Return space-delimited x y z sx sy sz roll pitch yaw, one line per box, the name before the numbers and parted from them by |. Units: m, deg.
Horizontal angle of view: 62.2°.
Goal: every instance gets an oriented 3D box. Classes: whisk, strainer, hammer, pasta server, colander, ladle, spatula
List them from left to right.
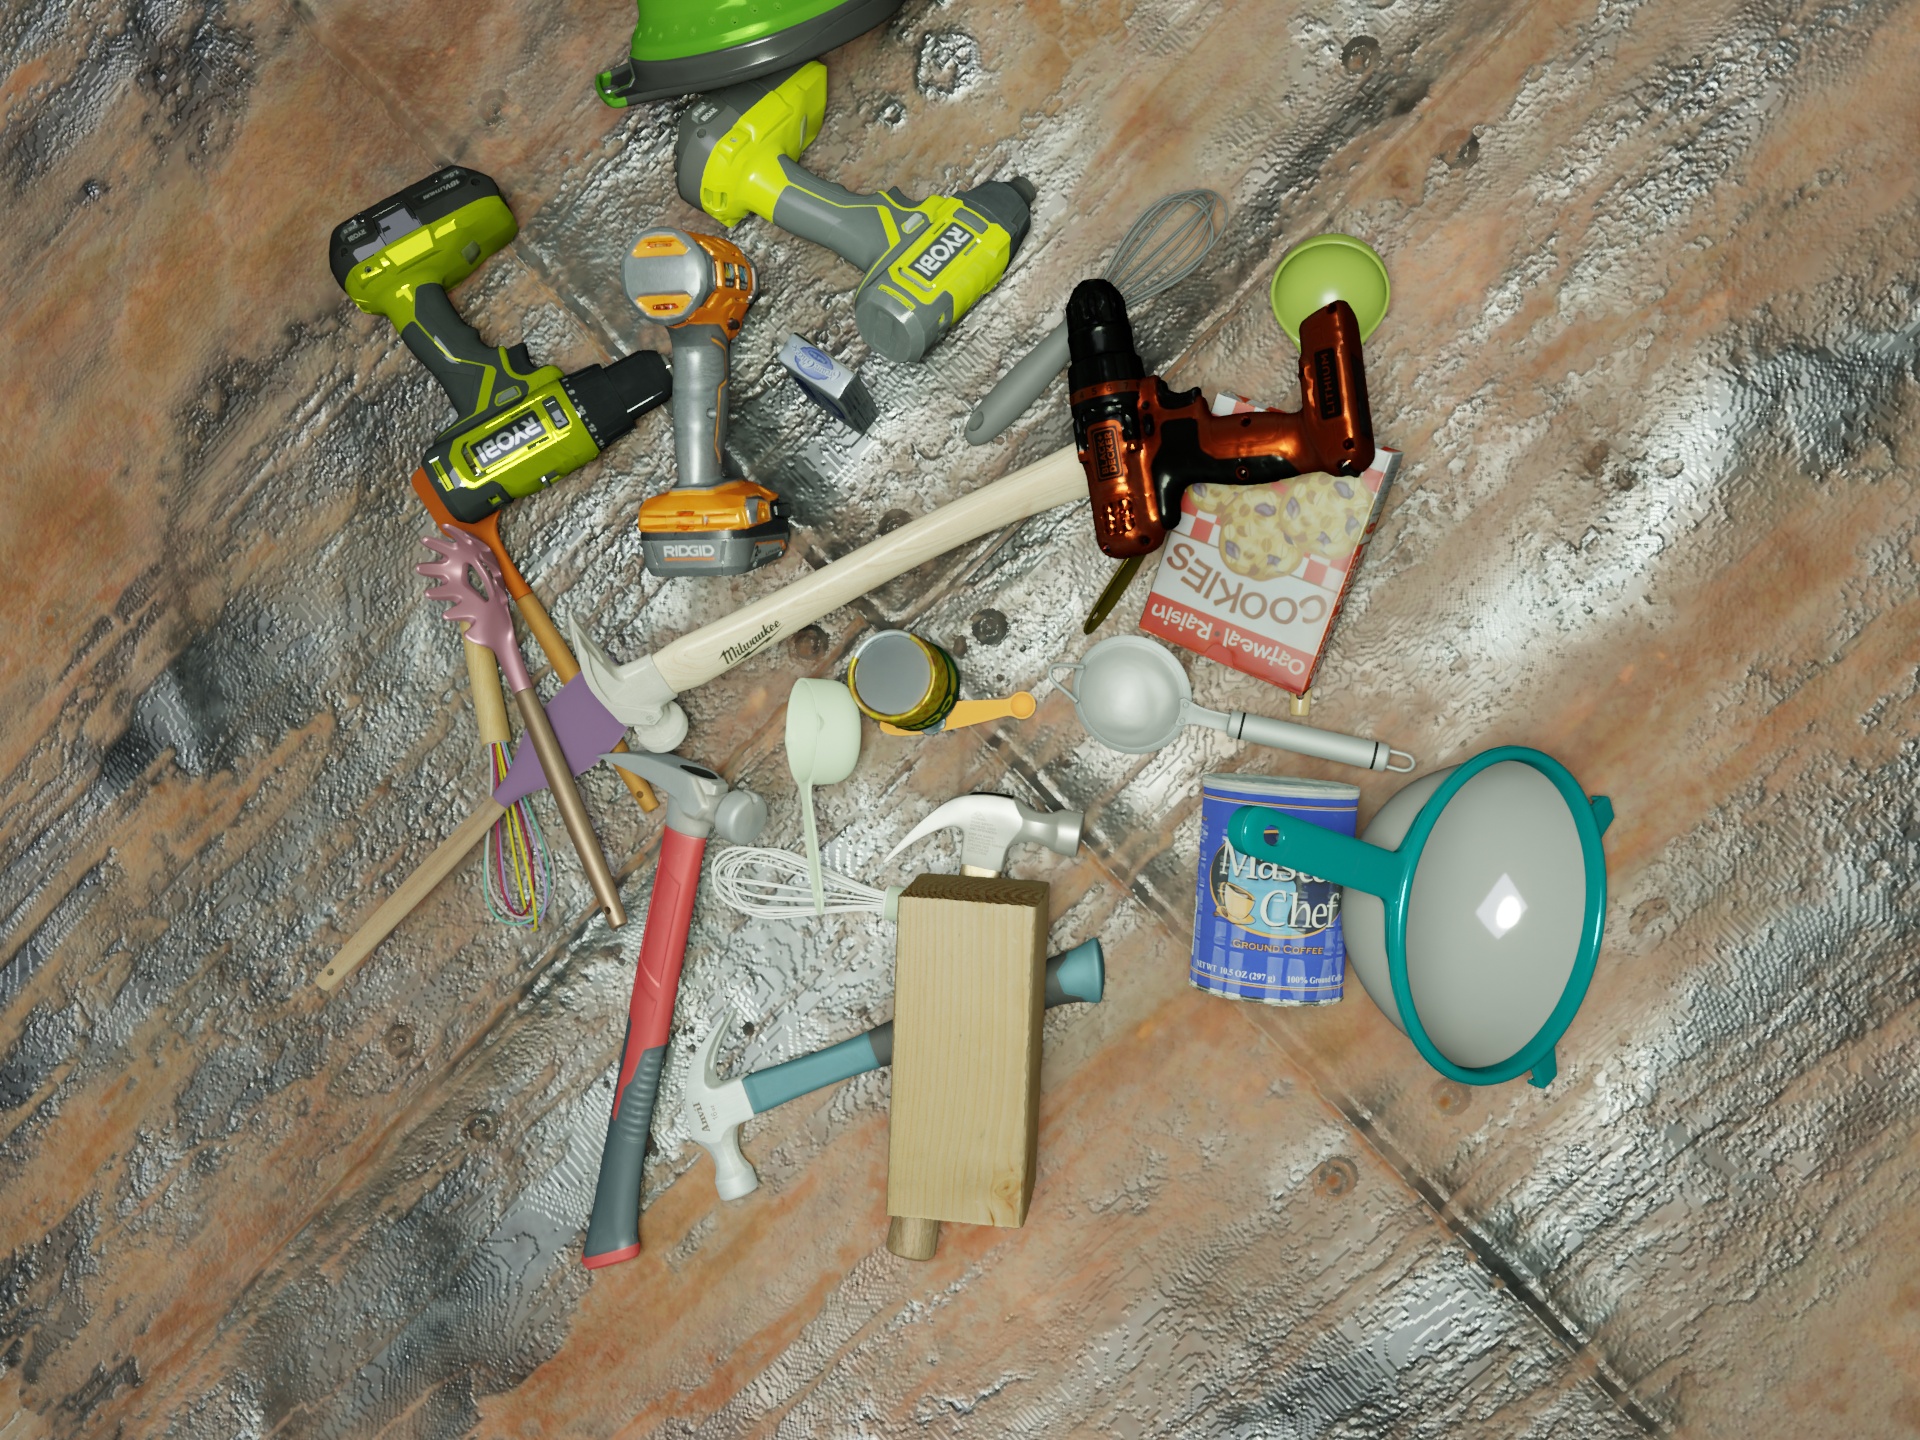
spatula | -0.353 0.080 1.162 0.060 0.018 0.316 44 86 6
whisk | -0.347 0.039 1.198 0.051 0.047 0.245 -13 84 4
pasta server | -0.309 0.004 1.144 0.060 0.040 0.316 -28 81 23
spatula | -0.311 -0.072 1.197 0.081 0.041 0.322 -31 89 9
hammer | -0.238 0.215 1.159 0.143 0.038 0.386 20 103 32
colander | -0.071 -0.527 1.065 0.397 0.205 0.094 -22 125 -5
hammer | -0.063 -0.110 1.081 0.410 0.146 0.038 -27 58 0
whisk | -0.060 0.128 1.138 0.246 0.058 0.059 9 128 7
hammer | -0.048 0.232 1.142 0.331 0.033 0.128 -22 88 11
hammer | -0.008 0.211 1.100 0.130 0.031 0.331 11 95 8
whisk | 0.090 -0.277 1.102 0.239 0.055 0.055 -44 83 13
strainer | 0.180 0.000 1.085 0.258 0.050 0.086 13 112 10
ladle | 0.239 -0.162 1.068 0.078 0.062 0.320 5 94 17
strainer | 0.262 0.100 0.978 0.095 0.340 0.211 6 79 55

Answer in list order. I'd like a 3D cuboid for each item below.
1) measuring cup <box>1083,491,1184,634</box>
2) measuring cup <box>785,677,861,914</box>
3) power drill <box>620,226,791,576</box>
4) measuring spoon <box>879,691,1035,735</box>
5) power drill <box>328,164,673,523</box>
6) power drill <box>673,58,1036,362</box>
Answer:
measuring cup | 0.119 -0.131 1.101 0.029 0.062 0.156 41 111 29
measuring cup | -0.092 0.052 1.121 0.038 0.083 0.168 -2 81 -23
power drill | -0.172 -0.222 1.111 0.084 0.164 0.226 0 103 11
measuring spoon | -0.002 -0.004 1.142 0.117 0.011 0.021 -8 81 15
power drill | -0.336 -0.281 1.165 0.190 0.080 0.228 -31 86 -5
power drill | -0.069 -0.364 1.099 0.223 0.080 0.171 35 65 8
